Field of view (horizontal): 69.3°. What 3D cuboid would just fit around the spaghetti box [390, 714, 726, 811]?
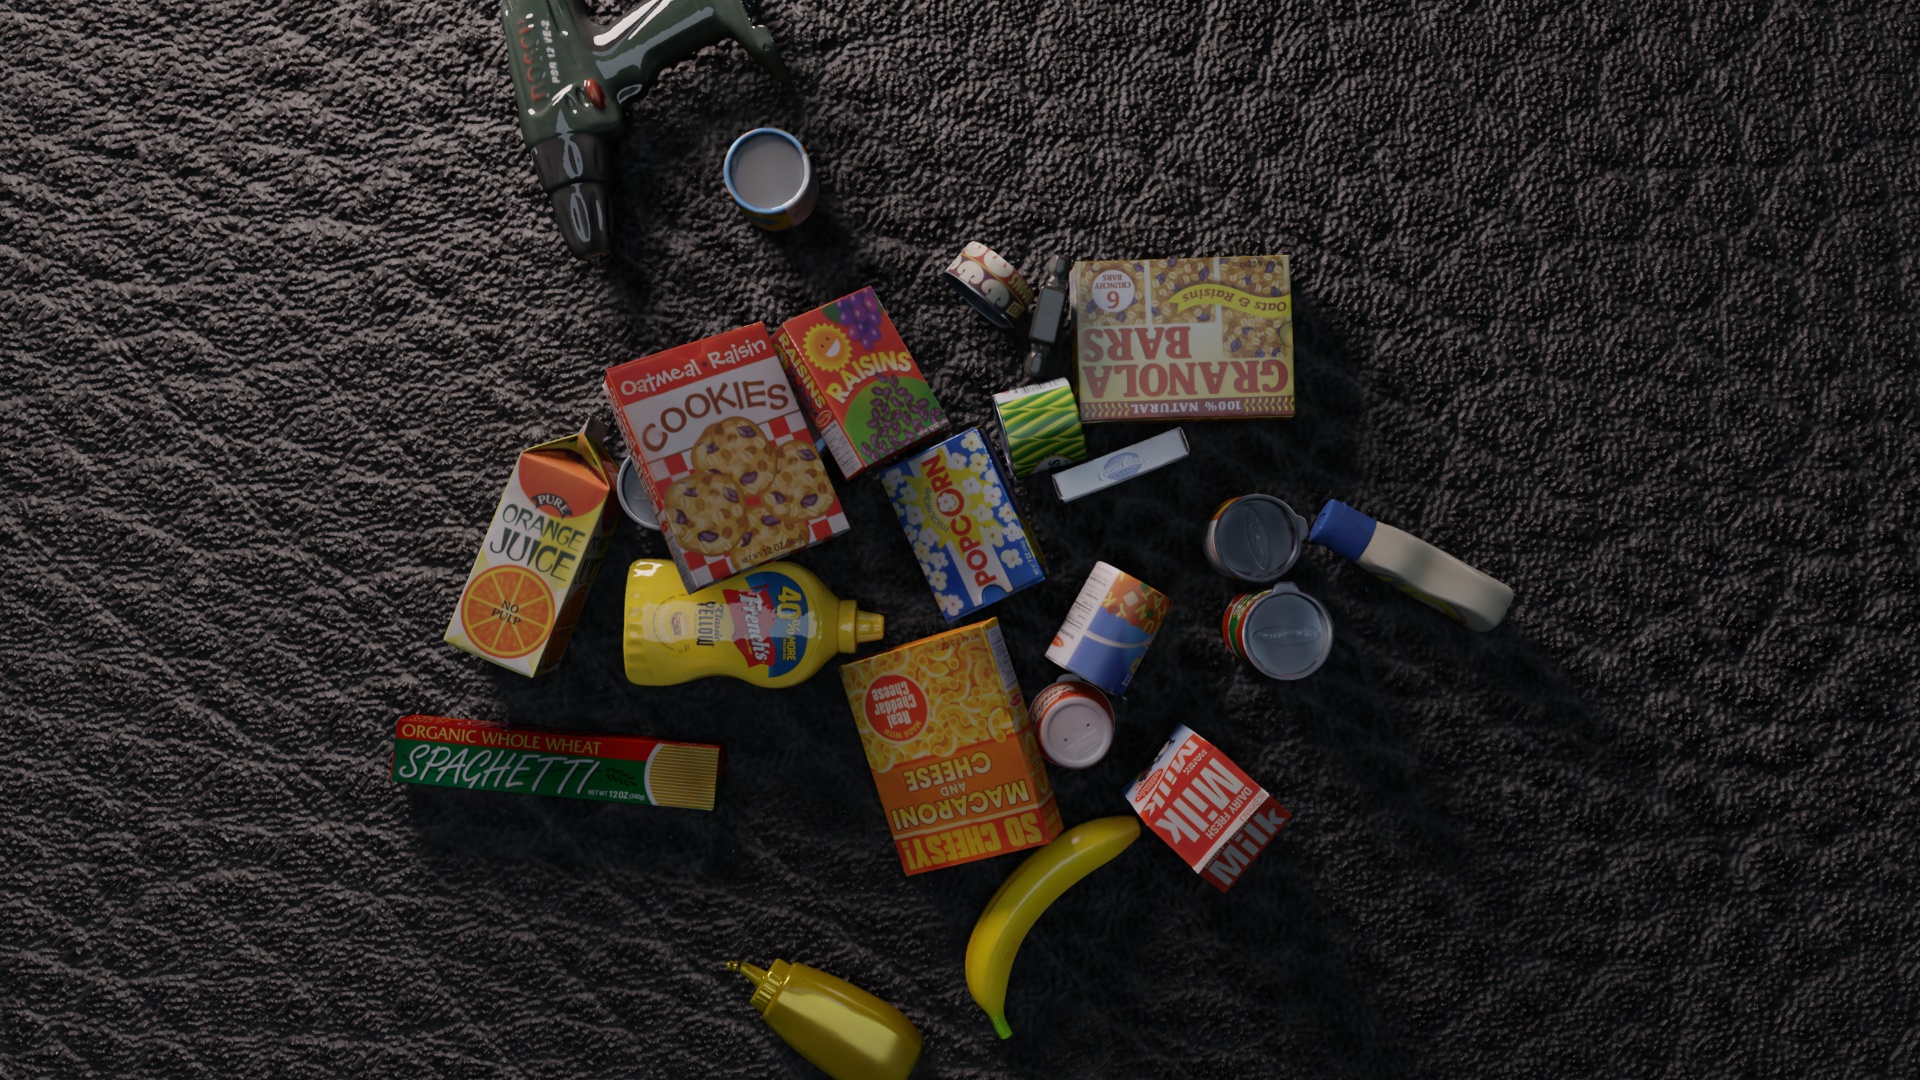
[{"bbox_3d":[-0.307,0.170,1.062,0.250,0.028,0.050,5,89,-1],"label":"spaghetti box"}]

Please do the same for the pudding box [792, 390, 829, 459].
[{"bbox_3d":[-0.133,-0.067,1.065,0.049,0.030,0.083,34,89,1],"label":"pudding box"}]

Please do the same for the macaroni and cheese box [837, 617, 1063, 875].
[{"bbox_3d":[-0.007,0.154,1.040,0.123,0.040,0.166,-18,90,21],"label":"macaroni and cheese box"}]

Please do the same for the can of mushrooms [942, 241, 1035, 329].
[{"bbox_3d":[0.024,-0.191,1.049,0.071,0.071,0.033,40,88,0],"label":"can of mushrooms"}]

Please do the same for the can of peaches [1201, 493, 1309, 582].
[{"bbox_3d":[0.222,-0.002,1.054,0.071,0.058,0.071,0,89,-1],"label":"can of peaches"}]

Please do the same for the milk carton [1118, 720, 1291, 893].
[{"bbox_3d":[0.173,0.188,0.984,0.073,0.190,0.072,41,90,0],"label":"milk carton"}]

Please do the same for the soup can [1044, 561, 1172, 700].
[{"bbox_3d":[0.114,0.068,1.048,0.071,0.071,0.084,29,89,0],"label":"soup can"}]

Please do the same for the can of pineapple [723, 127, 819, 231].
[{"bbox_3d":[-0.145,-0.274,1.053,0.071,0.058,0.071,0,90,0],"label":"can of pineapple"}]

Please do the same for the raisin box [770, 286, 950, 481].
[{"bbox_3d":[-0.076,-0.119,1.046,0.086,0.040,0.123,-30,90,-30],"label":"raisin box"}]

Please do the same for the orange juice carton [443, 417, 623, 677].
[{"bbox_3d":[-0.307,-0.001,1.042,0.073,0.072,0.192,22,90,-1],"label":"orange juice carton"}]

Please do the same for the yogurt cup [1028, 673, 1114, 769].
[{"bbox_3d":[0.086,0.142,1.053,0.072,0.054,0.072,0,90,-1],"label":"yogurt cup"}]

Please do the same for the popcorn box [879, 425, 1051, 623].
[{"bbox_3d":[0.004,-0.013,1.053,0.085,0.038,0.126,-25,90,12],"label":"popcorn box"}]

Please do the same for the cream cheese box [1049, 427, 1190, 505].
[{"bbox_3d":[0.119,-0.055,1.056,0.104,0.053,0.024,-21,88,-1],"label":"cream cheese box"}]

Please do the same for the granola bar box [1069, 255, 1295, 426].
[{"bbox_3d":[0.169,-0.152,1.064,0.166,0.039,0.124,-2,90,0],"label":"granola bar box"}]

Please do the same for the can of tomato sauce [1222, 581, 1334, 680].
[{"bbox_3d":[0.235,0.066,1.040,0.071,0.083,0.071,0,90,0],"label":"can of tomato sauce"}]

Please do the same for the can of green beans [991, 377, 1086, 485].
[{"bbox_3d":[0.059,-0.085,1.049,0.058,0.071,0.071,-15,90,-1],"label":"can of green beans"}]

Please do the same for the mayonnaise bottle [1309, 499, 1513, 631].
[{"bbox_3d":[0.339,0.018,1.054,0.148,0.064,0.041,28,87,4],"label":"mayonnaise bottle"}]

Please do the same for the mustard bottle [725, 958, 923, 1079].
[{"bbox_3d":[-0.107,0.358,1.051,0.160,0.049,0.065,32,89,1],"label":"mustard bottle"}]

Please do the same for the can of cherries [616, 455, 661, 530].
[{"bbox_3d":[-0.220,-0.043,1.050,0.071,0.058,0.071,0,90,1],"label":"can of cherries"}]

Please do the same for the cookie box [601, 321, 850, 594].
[{"bbox_3d":[-0.170,-0.062,1.007,0.123,0.040,0.167,-22,89,-24],"label":"cookie box"}]
